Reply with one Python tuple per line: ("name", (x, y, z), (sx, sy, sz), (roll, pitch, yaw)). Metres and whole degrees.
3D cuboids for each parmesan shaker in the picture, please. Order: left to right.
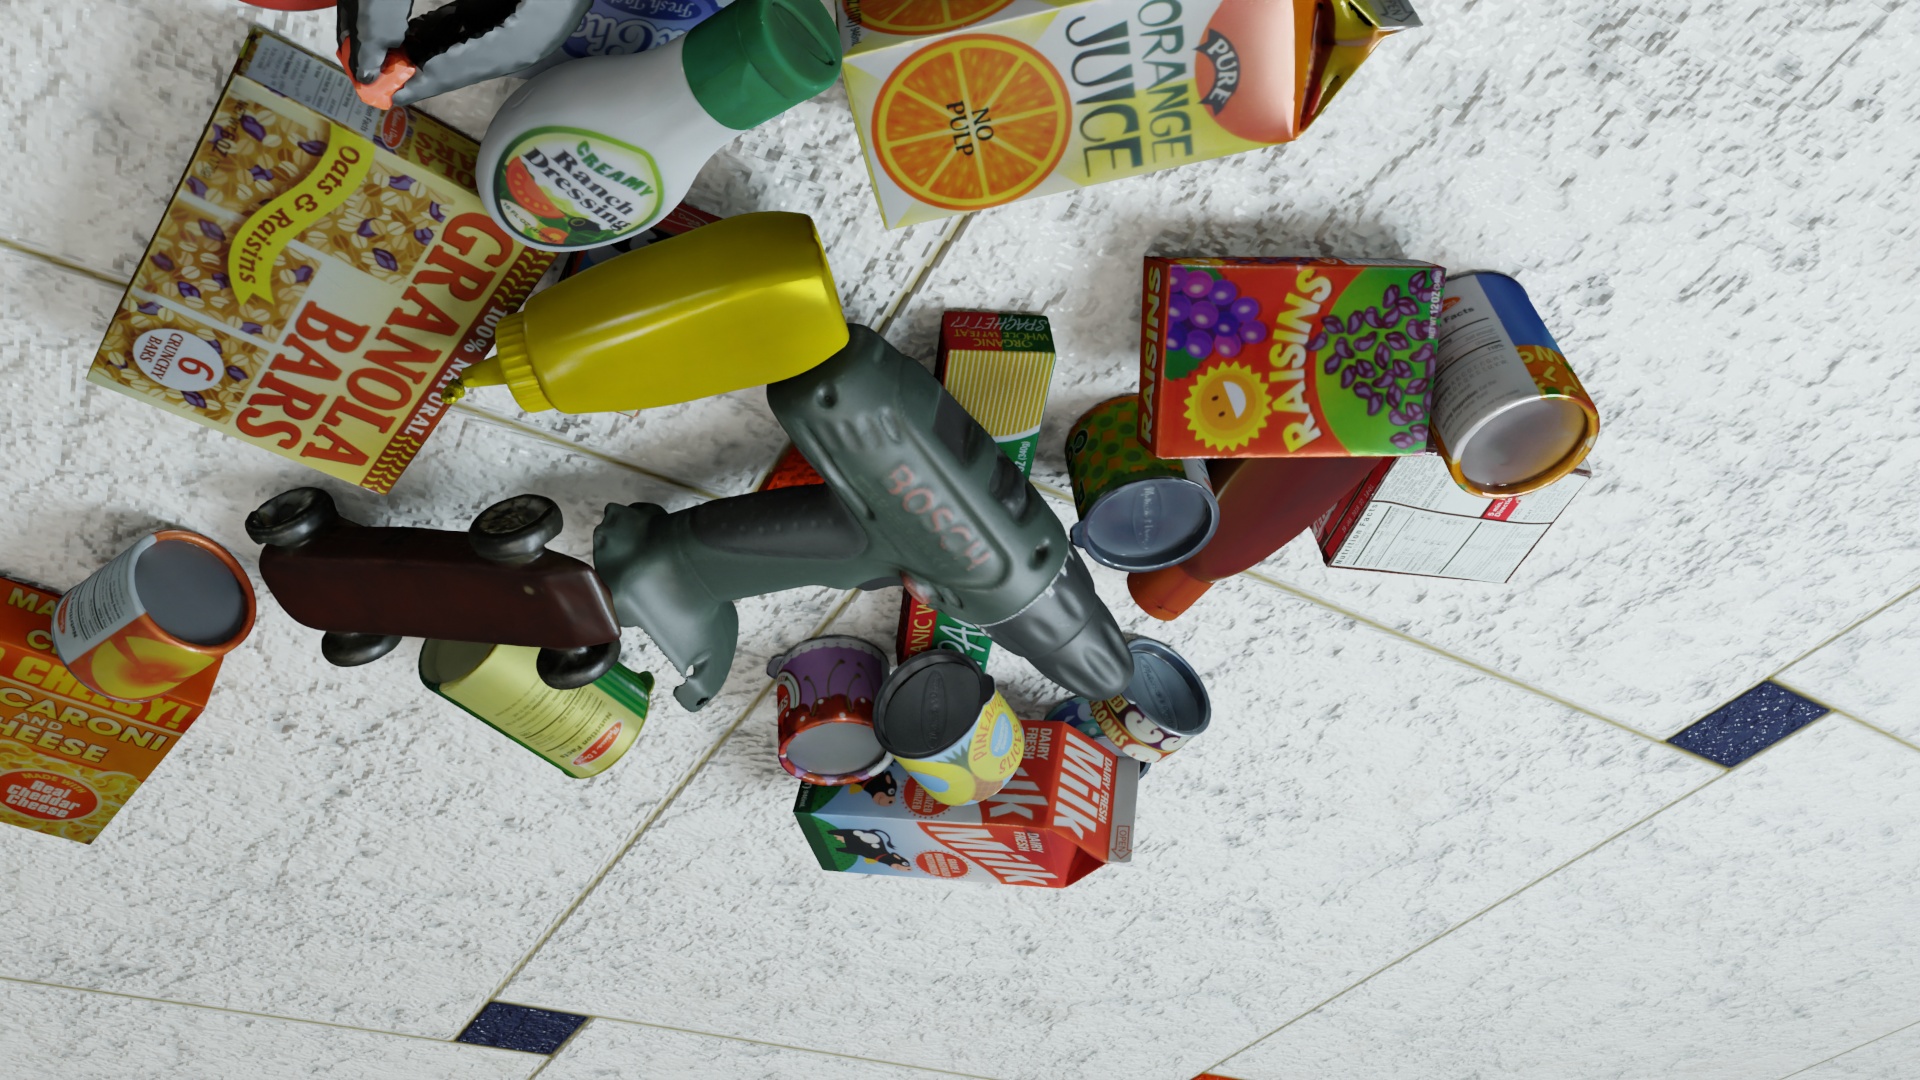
("parmesan shaker", (-0.220, 0.071, 0.729), (0.071, 0.072, 0.103), (-25, 134, 19))

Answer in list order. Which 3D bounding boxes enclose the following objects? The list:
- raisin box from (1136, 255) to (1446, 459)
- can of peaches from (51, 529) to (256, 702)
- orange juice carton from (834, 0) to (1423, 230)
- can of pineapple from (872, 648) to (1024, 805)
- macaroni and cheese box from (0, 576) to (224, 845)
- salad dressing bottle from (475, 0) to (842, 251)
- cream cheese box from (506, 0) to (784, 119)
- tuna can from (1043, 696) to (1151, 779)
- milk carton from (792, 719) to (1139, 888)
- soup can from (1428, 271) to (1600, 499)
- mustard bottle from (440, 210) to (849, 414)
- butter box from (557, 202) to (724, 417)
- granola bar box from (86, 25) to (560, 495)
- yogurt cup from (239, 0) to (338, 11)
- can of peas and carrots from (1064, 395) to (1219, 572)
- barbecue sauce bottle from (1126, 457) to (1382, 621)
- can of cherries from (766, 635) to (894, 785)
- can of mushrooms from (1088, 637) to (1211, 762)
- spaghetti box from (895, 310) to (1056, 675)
("raisin box", (0.142, -0.081, 0.609), (0.123, 0.040, 0.085), (-1, 106, -8))
("can of peaches", (-0.382, 0.036, 0.665), (0.058, 0.071, 0.071), (-29, 134, 21))
("orange juice carton", (0.056, -0.178, 0.489), (0.193, 0.072, 0.072), (-11, 139, 5))
("can of pineapple", (-0.004, 0.101, 0.745), (0.071, 0.071, 0.057), (-21, 137, 14))
("macaroni and cheese box", (-0.486, 0.091, 0.728), (0.123, 0.040, 0.166), (29, 127, -33))
("salad dressing bottle", (-0.105, -0.144, 0.474), (0.147, 0.044, 0.064), (-15, 142, 37))
("cream cheese box", (-0.109, -0.185, 0.493), (0.104, 0.024, 0.053), (5, 138, -13))
("tuna can", (0.085, 0.125, 0.857), (0.071, 0.033, 0.070), (-4, 138, -4))
("milk carton", (0.007, 0.152, 0.811), (0.190, 0.073, 0.073), (0, 139, 14))
("soup can", (0.242, -0.069, 0.629), (0.071, 0.084, 0.071), (-5, 138, -4))
("mustard bottle", (-0.127, -0.082, 0.543), (0.160, 0.049, 0.065), (-15, 147, -1))
("butter box", (-0.142, -0.099, 0.582), (0.053, 0.024, 0.103), (18, 132, -26))
("granola bar box", (-0.250, -0.101, 0.552), (0.124, 0.039, 0.165), (26, 128, -32))
("yogurt cup", (-0.211, -0.202, 0.430), (0.072, 0.073, 0.053), (2, 145, -11))
("can of peas and carrots", (0.084, -0.027, 0.670), (0.071, 0.059, 0.070), (-4, 138, -3))
("barbecue sauce bottle", (0.141, -0.015, 0.704), (0.065, 0.044, 0.147), (20, 132, -24))
("can of cherries", (-0.073, 0.097, 0.783), (0.071, 0.059, 0.071), (-5, 138, -4))
("can of mushrooms", (0.107, 0.092, 0.798), (0.071, 0.071, 0.033), (20, 133, -27))
("spaghetti box", (0.002, -0.009, 0.700), (0.050, 0.029, 0.248), (1, 137, -9))
